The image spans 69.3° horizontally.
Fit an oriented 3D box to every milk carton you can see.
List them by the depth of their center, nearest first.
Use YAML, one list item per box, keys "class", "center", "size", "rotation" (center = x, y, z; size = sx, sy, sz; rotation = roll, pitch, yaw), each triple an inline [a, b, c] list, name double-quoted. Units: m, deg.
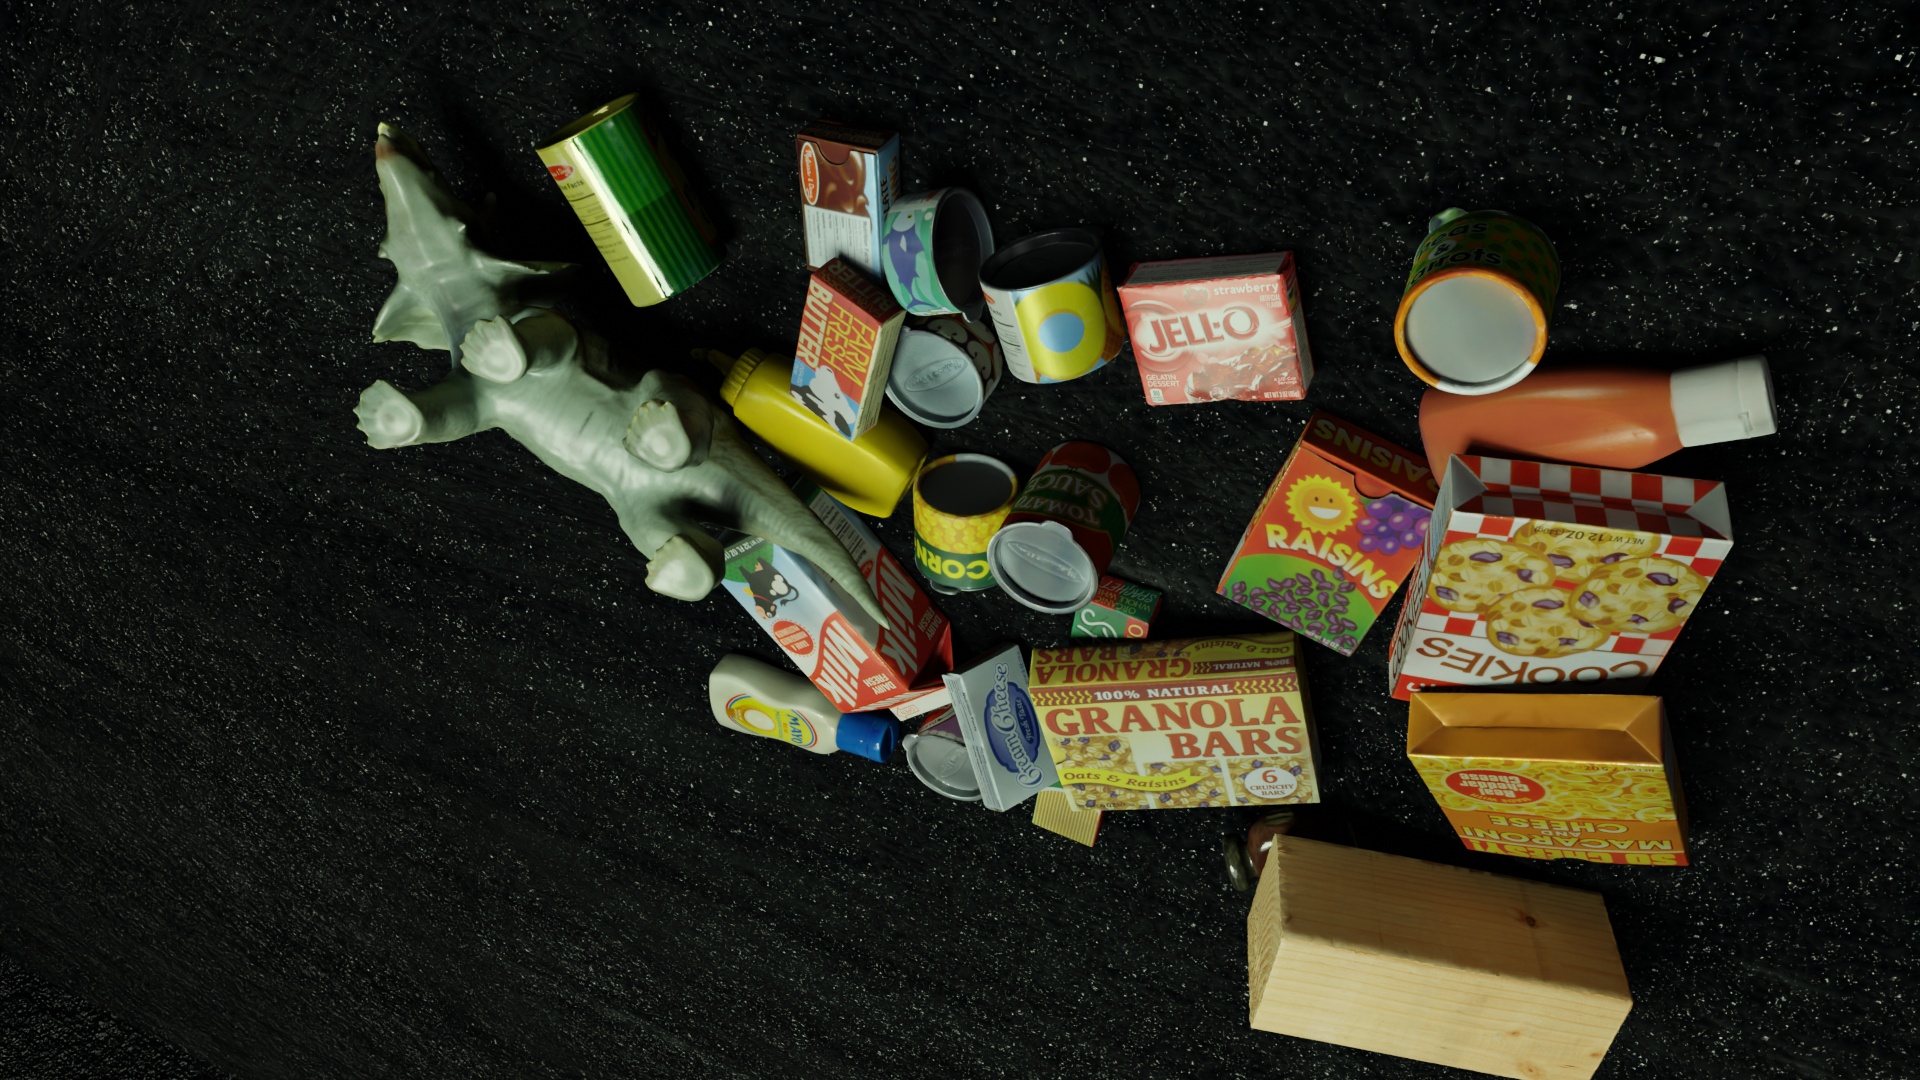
- class: "milk carton"
  center: [-0.077, 0.050, 0.949]
  size: [0.072, 0.074, 0.190]
  rotation: [-25, 113, 42]

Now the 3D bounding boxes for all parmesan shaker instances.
- class: "parmesan shaker"
  center: [-0.189, -0.196, 0.803]
  size: [0.071, 0.072, 0.102]
  rotation: [-8, 124, 35]

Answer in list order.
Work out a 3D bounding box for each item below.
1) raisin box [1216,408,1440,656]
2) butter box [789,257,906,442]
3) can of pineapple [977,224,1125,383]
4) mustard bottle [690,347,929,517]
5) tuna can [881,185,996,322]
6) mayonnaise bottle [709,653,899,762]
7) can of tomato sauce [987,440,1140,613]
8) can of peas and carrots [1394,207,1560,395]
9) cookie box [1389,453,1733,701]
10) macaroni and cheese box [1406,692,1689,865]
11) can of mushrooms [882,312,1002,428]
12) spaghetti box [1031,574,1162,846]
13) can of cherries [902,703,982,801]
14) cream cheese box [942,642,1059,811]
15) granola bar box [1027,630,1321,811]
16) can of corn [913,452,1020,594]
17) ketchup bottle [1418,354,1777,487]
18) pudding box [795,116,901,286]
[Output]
- class: "raisin box"
  center: [0.205, -0.002, 0.765]
  size: [0.086, 0.040, 0.122]
  rotation: [27, 136, 7]
- class: "butter box"
  center: [-0.066, -0.108, 0.792]
  size: [0.053, 0.024, 0.103]
  rotation: [38, 145, 13]
- class: "can of pineapple"
  center: [0.051, -0.124, 0.728]
  size: [0.071, 0.071, 0.057]
  rotation: [1, 129, 29]
- class: "mustard bottle"
  center: [-0.098, -0.079, 0.865]
  size: [0.160, 0.049, 0.065]
  rotation: [34, 138, 1]
- class: "tuna can"
  center: [-0.010, -0.150, 0.737]
  size: [0.033, 0.071, 0.070]
  rotation: [1, 128, 31]
- class: "mayonnaise bottle"
  center: [-0.121, 0.133, 1.071]
  size: [0.148, 0.041, 0.064]
  rotation: [14, 132, 20]
- class: "can of tomato sauce"
  center: [0.062, -0.010, 0.808]
  size: [0.071, 0.083, 0.070]
  rotation: [16, 134, 17]
- class: "can of peas and carrots"
  center: [0.236, -0.111, 0.637]
  size: [0.071, 0.059, 0.070]
  rotation: [15, 134, 17]
- class: "cookie box"
  center: [0.294, 0.031, 0.703]
  size: [0.123, 0.040, 0.166]
  rotation: [7, 143, 10]
- class: "macaroni and cheese box"
  center: [0.328, 0.135, 0.769]
  size: [0.123, 0.040, 0.166]
  rotation: [-3, 150, 31]
- class: "can of mushrooms"
  center: [-0.012, -0.103, 0.805]
  size: [0.071, 0.034, 0.070]
  rotation: [16, 135, 17]
- class: "spaghetti box"
  center: [0.090, 0.121, 0.949]
  size: [0.050, 0.029, 0.248]
  rotation: [19, 135, 13]
- class: "can of cherries"
  center: [0.001, 0.142, 0.997]
  size: [0.071, 0.059, 0.071]
  rotation: [17, 135, 17]
- class: "cream cheese box"
  center: [0.028, 0.127, 0.948]
  size: [0.024, 0.053, 0.103]
  rotation: [1, 112, 58]
- class: "granola bar box"
  center: [0.137, 0.117, 0.878]
  size: [0.165, 0.039, 0.123]
  rotation: [-6, 130, 18]
- class: "can of corn"
  center: [0.003, -0.011, 0.851]
  size: [0.071, 0.071, 0.058]
  rotation: [15, 133, 18]
- class: "ketchup bottle"
  center: [0.300, -0.056, 0.659]
  size: [0.148, 0.044, 0.064]
  rotation: [-8, 129, 35]
- class: "pudding box"
  center: [-0.059, -0.185, 0.762]
  size: [0.050, 0.030, 0.083]
  rotation: [16, 134, 19]
